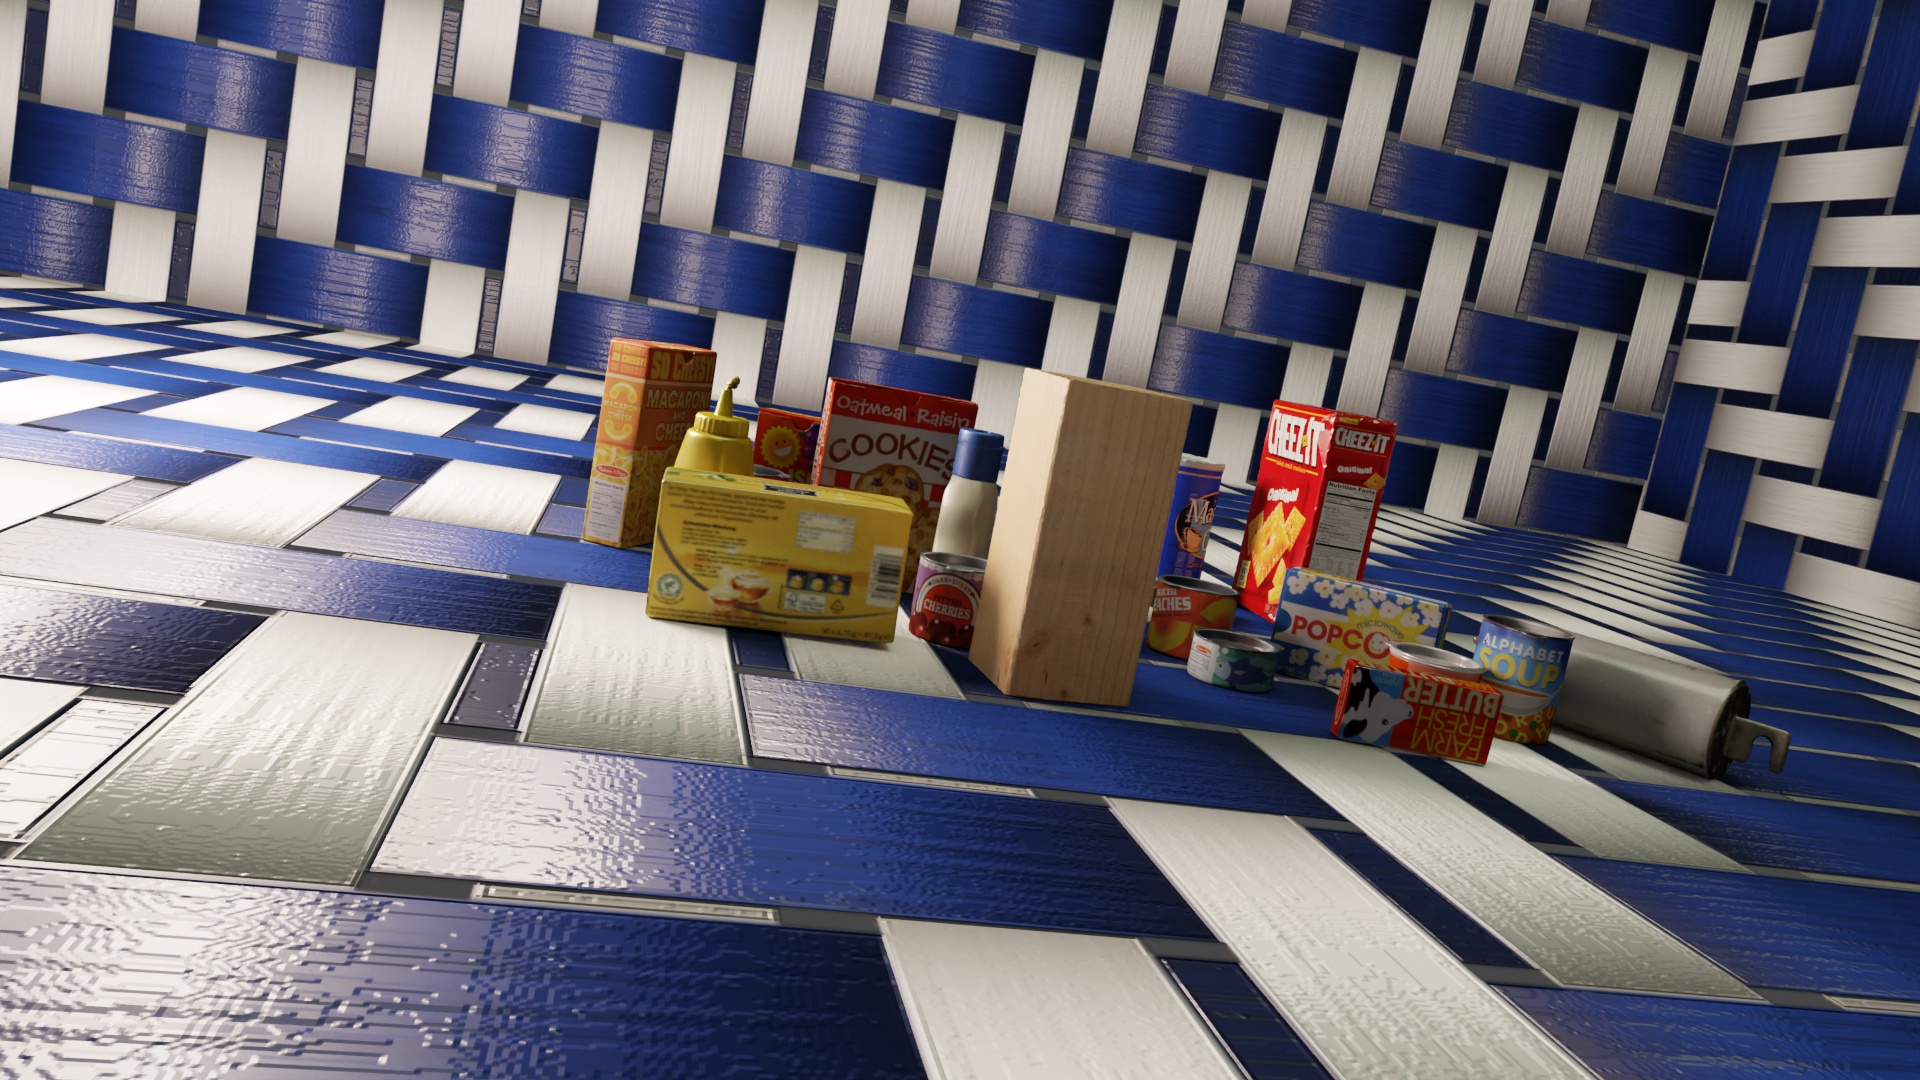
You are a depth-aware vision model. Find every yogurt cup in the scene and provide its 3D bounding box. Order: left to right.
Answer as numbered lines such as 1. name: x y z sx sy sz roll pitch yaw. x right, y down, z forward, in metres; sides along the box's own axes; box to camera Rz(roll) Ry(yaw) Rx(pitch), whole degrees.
1. yogurt cup: 0.345 0.110 1.021 0.072 0.054 0.072 10 8 -1

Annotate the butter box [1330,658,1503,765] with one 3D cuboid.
1. butter box: 0.307 0.116 0.937 0.103 0.053 0.024 11 8 0

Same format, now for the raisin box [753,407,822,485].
1. raisin box: -0.146 -0.052 1.251 0.086 0.123 0.040 12 8 8

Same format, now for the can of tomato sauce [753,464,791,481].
1. can of tomato sauce: -0.179 -0.019 1.127 0.071 0.083 0.071 10 8 -1

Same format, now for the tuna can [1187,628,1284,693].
1. tuna can: 0.208 0.091 1.050 0.071 0.032 0.071 10 8 -1

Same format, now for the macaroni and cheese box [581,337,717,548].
1. macaroni and cheese box: -0.258 -0.082 1.169 0.040 0.166 0.124 13 8 15

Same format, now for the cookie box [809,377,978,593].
1. cookie box: -0.061 -0.043 1.151 0.123 0.167 0.040 8 8 -16

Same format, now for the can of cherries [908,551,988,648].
1. can of cherries: -0.003 0.043 1.016 0.071 0.058 0.071 10 8 -1

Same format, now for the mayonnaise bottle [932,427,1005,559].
1. mayonnaise bottle: 0.004 -0.014 1.099 0.041 0.147 0.065 13 8 17

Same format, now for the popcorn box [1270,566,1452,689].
1. popcorn box: 0.315 0.076 1.102 0.127 0.085 0.038 14 9 24

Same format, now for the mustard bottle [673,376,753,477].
1. mustard bottle: -0.183 -0.043 1.018 0.065 0.160 0.049 16 10 36

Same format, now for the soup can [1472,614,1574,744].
1. soup can: 0.417 0.104 1.045 0.071 0.083 0.071 10 8 -1

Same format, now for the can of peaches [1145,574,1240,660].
1. can of peaches: 0.185 0.063 1.121 0.071 0.058 0.071 10 8 -1
